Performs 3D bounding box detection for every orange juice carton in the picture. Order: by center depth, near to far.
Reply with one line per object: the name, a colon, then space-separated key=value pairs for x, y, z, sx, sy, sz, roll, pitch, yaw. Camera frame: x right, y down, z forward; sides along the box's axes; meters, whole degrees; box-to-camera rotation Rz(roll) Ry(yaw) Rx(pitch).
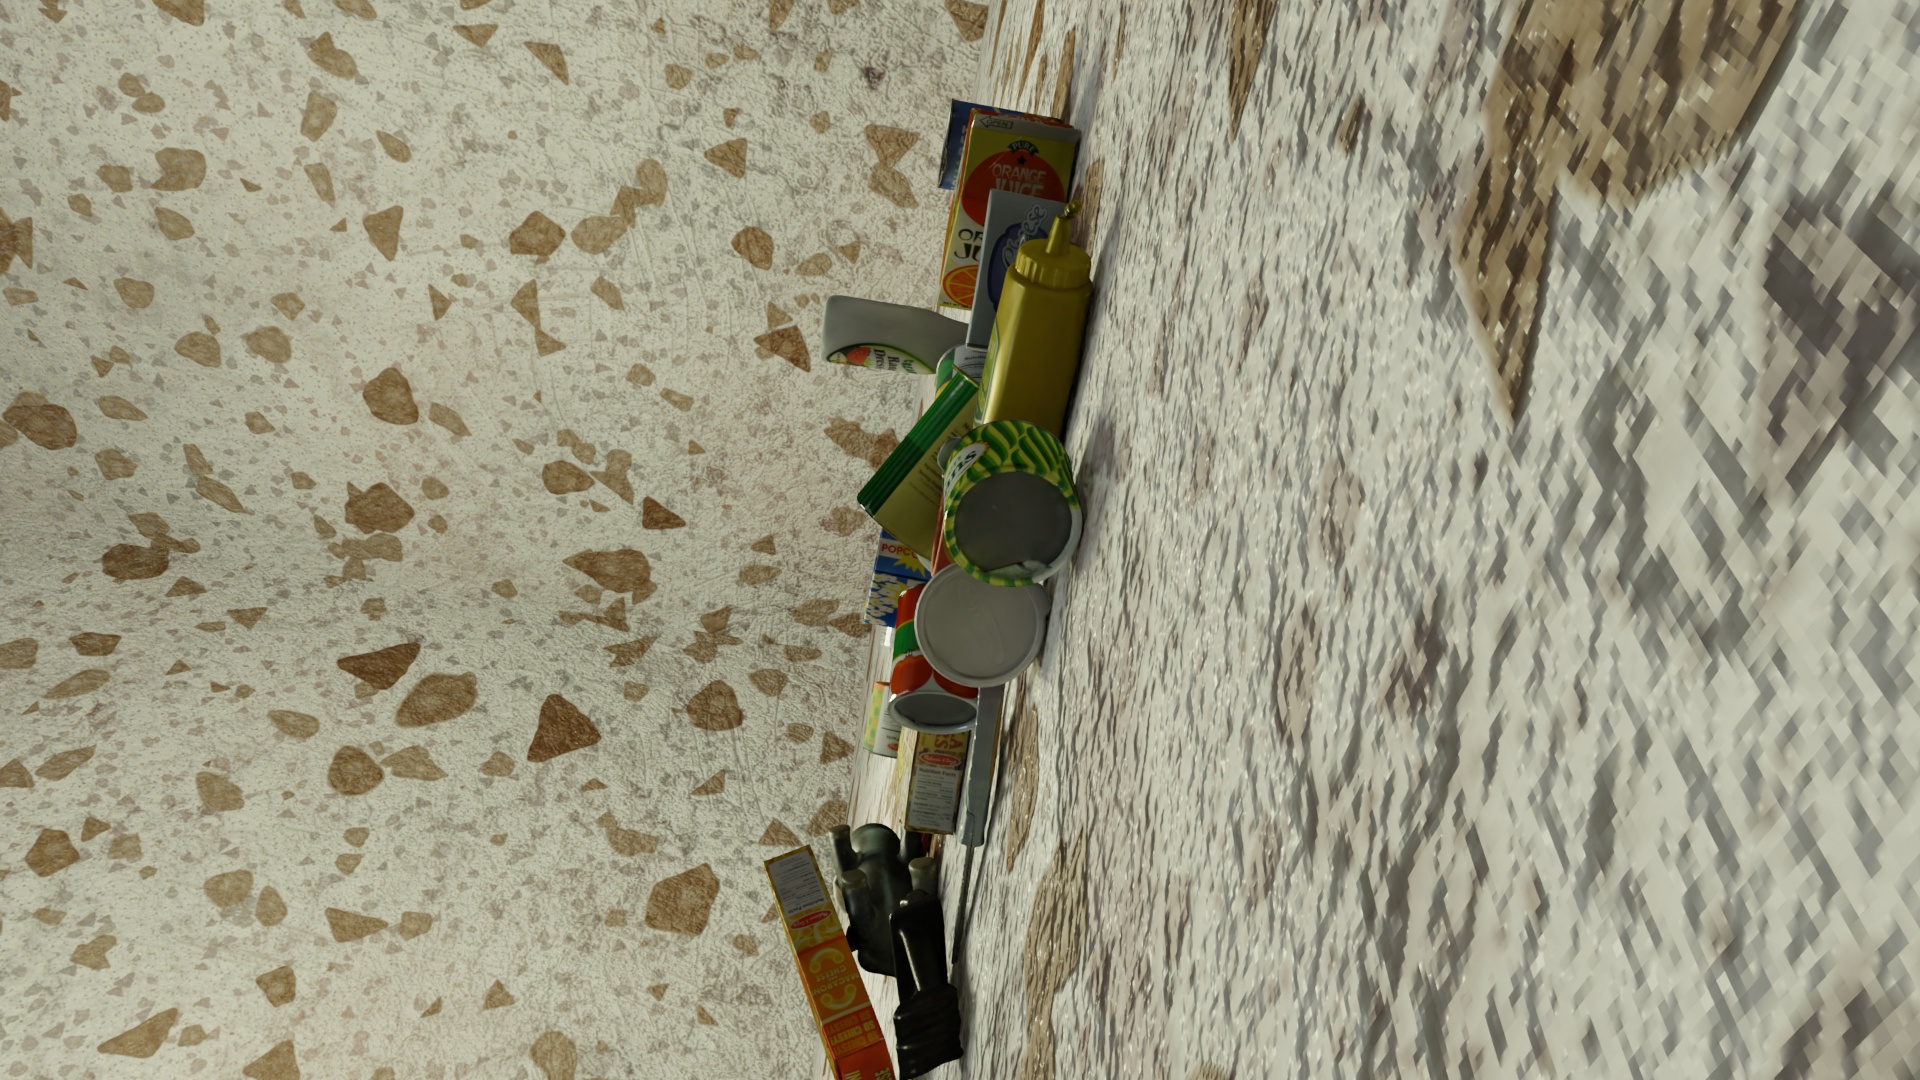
orange juice carton: x=0.032 y=-0.236 z=0.975 sx=0.192 sy=0.072 sz=0.073 roll=111 pitch=167 yaw=-69

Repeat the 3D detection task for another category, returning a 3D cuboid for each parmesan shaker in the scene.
parmesan shaker: x=-0.010 y=-0.048 z=0.857 sx=0.103 sy=0.071 sz=0.071 roll=-50 pitch=9 yaw=6

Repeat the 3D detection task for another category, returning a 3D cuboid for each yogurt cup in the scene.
yogurt cup: x=0.012 y=0.041 z=0.741 sx=0.054 sy=0.072 sz=0.072 roll=-50 pitch=-31 yaw=-84

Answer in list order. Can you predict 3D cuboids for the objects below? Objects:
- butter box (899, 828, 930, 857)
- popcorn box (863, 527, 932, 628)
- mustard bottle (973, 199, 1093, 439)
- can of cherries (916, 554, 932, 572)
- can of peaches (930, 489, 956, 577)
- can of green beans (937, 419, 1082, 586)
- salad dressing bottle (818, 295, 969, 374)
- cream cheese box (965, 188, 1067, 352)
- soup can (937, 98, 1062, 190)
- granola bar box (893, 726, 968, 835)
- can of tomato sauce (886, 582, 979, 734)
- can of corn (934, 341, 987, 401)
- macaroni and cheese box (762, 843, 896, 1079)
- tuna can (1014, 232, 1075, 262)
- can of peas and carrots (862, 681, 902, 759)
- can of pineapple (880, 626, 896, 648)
butter box: x=-0.037 y=0.221 z=1.191 sx=0.104 sy=0.024 sz=0.053 roll=-94 pitch=13 yaw=-70
popcorn box: x=-0.027 y=0.035 z=1.063 sx=0.126 sy=0.085 sz=0.038 roll=110 pitch=169 yaw=-68
mustard bottle: x=0.041 y=-0.111 z=0.757 sx=0.065 sy=0.049 sz=0.159 roll=-91 pitch=11 yaw=-57
can of cherries: x=0.003 y=-0.012 z=0.928 sx=0.058 sy=0.071 sz=0.071 roll=112 pitch=166 yaw=-74
can of peaches: x=0.016 y=-0.004 z=0.800 sx=0.071 sy=0.058 sz=0.071 roll=-166 pitch=86 yaw=-85
can of green beans: x=0.024 y=-0.018 z=0.677 sx=0.058 sy=0.071 sz=0.071 roll=-92 pitch=12 yaw=-65
salad dressing bottle: x=-0.022 y=-0.136 z=0.962 sx=0.064 sy=0.148 sz=0.044 roll=118 pitch=159 yaw=-77
cream cheese box: x=0.037 y=-0.171 z=0.898 sx=0.024 sy=0.053 sz=0.103 roll=-174 pitch=93 yaw=-87
soup can: x=0.029 y=-0.288 z=1.038 sx=0.071 sy=0.084 sz=0.071 roll=-167 pitch=85 yaw=-85
granola bar box: x=-0.021 y=0.147 z=1.062 sx=0.165 sy=0.039 sz=0.124 roll=167 pitch=112 yaw=-85
can of tomato sauce: x=-0.012 y=0.079 z=0.934 sx=0.070 sy=0.071 sz=0.083 roll=106 pitch=171 yaw=-57
can of corn: x=0.015 y=-0.089 z=0.932 sx=0.070 sy=0.071 sz=0.058 roll=106 pitch=172 yaw=-53
macaroni and cheese box: x=-0.092 y=0.324 z=1.003 sx=0.123 sy=0.040 sz=0.167 roll=83 pitch=163 yaw=-44
tuna can: x=0.048 y=-0.151 z=0.847 sx=0.071 sy=0.033 sz=0.071 roll=-166 pitch=85 yaw=-85
can of peas and carrots: x=-0.046 y=0.153 z=1.179 sx=0.071 sy=0.071 sz=0.058 roll=169 pitch=111 yaw=-85
can of pineapple: x=-0.032 y=0.067 z=1.196 sx=0.071 sy=0.071 sz=0.058 roll=162 pitch=117 yaw=-85
